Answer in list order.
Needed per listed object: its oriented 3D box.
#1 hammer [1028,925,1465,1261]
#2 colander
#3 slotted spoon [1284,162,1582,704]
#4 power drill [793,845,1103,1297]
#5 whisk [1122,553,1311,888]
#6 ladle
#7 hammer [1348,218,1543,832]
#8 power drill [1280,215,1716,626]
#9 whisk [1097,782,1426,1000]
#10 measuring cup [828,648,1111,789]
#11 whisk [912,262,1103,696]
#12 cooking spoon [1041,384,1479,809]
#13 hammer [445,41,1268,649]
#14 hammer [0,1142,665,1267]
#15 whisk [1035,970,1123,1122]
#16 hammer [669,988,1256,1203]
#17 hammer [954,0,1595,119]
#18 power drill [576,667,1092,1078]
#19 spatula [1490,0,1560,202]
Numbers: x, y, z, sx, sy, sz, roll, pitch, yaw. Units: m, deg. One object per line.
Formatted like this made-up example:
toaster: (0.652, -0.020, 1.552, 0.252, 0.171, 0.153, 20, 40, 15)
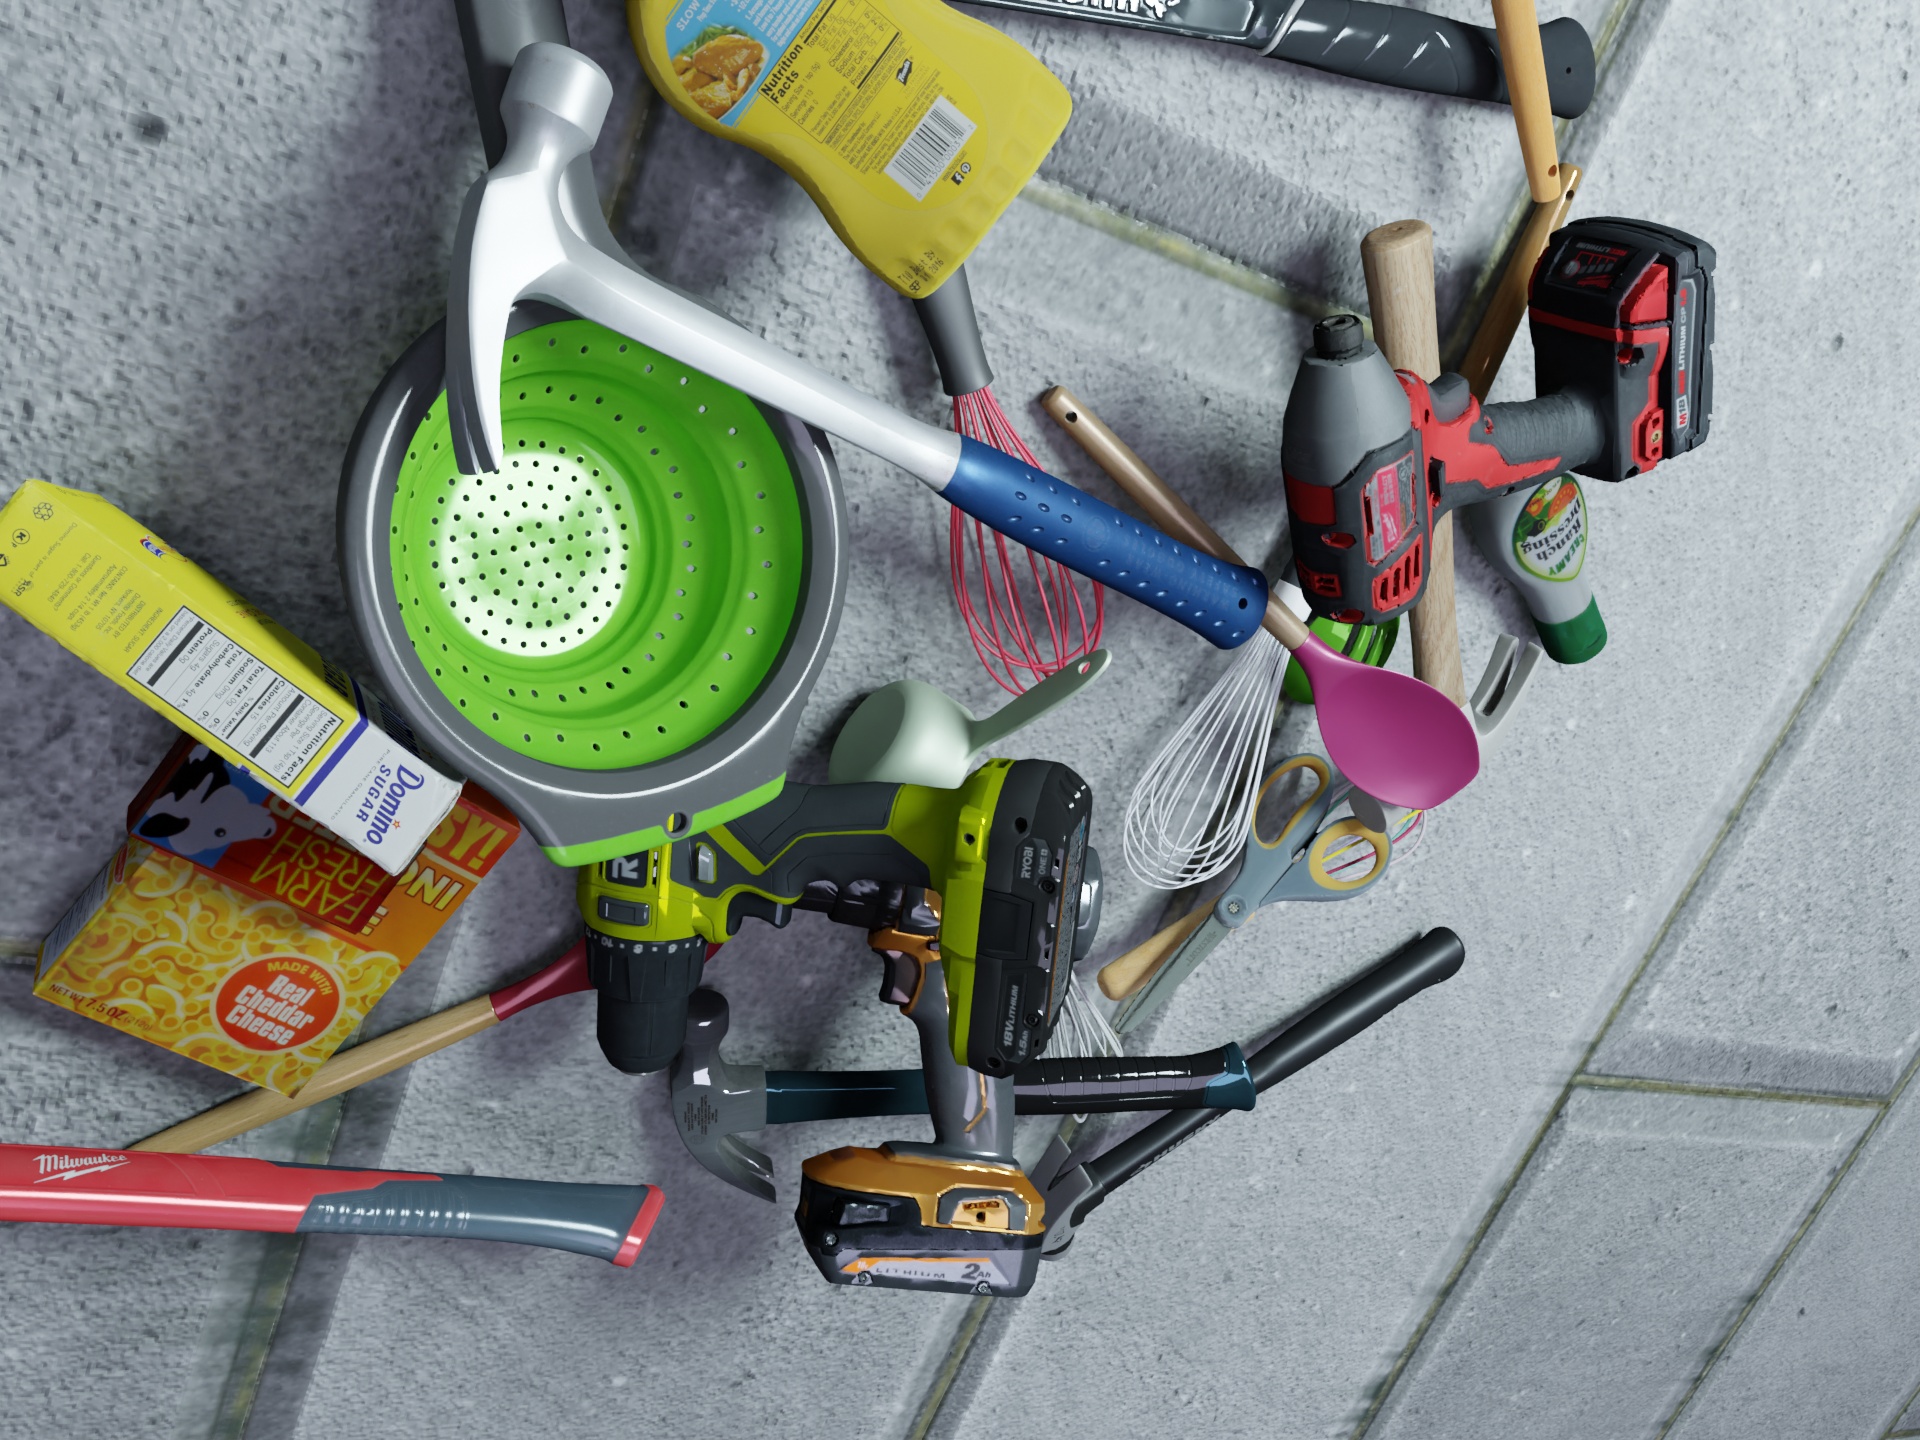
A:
hammer: (0.182, 0.224, 1.000, 0.335, 0.035, 0.146, -29, 152, -14)
colander: (-0.165, -0.148, 0.614, 0.204, 0.094, 0.397, -18, 106, -34)
slotted spoon: (0.257, -0.143, 0.857, 0.070, 0.031, 0.313, 8, 112, -35)
power drill: (-0.032, 0.160, 0.799, 0.185, 0.084, 0.226, 9, 84, -12)
whisk: (0.163, -0.035, 0.854, 0.070, 0.070, 0.284, 17, 103, -33)
ladle: (-0.251, 0.148, 0.770, 0.315, 0.031, 0.069, -23, 124, -11)
hammer: (0.245, -0.098, 0.833, 0.130, 0.031, 0.331, -30, 126, -19)
power drill: (0.244, -0.149, 0.742, 0.219, 0.079, 0.143, -28, 124, -17)
whisk: (0.183, 0.094, 0.928, 0.245, 0.047, 0.051, -28, 123, -18)
measuring cup: (-0.001, -0.002, 0.743, 0.038, 0.083, 0.167, 34, 135, -28)
whisk: (0.009, -0.134, 0.722, 0.073, 0.073, 0.295, -25, 119, -12)
cooking spoon: (0.155, -0.058, 0.807, 0.318, 0.017, 0.068, 41, 113, -21)
hammer: (-0.016, -0.104, 0.650, 0.405, 0.035, 0.144, 21, 83, -37)
hammer: (-0.312, 0.203, 0.715, 0.386, 0.143, 0.038, 18, 108, -38)
whisk: (0.051, 0.135, 0.903, 0.058, 0.059, 0.246, -56, 138, -48)
hammer: (0.007, 0.203, 0.881, 0.331, 0.033, 0.128, 1, 118, -11)
hammer: (0.122, -0.298, 0.687, 0.408, 0.036, 0.149, -4, 109, -27)
power drill: (-0.065, 0.084, 0.716, 0.228, 0.080, 0.190, 9, 104, 12)
spatula: (0.218, -0.376, 0.681, 0.081, 0.041, 0.322, -33, 123, -11)
